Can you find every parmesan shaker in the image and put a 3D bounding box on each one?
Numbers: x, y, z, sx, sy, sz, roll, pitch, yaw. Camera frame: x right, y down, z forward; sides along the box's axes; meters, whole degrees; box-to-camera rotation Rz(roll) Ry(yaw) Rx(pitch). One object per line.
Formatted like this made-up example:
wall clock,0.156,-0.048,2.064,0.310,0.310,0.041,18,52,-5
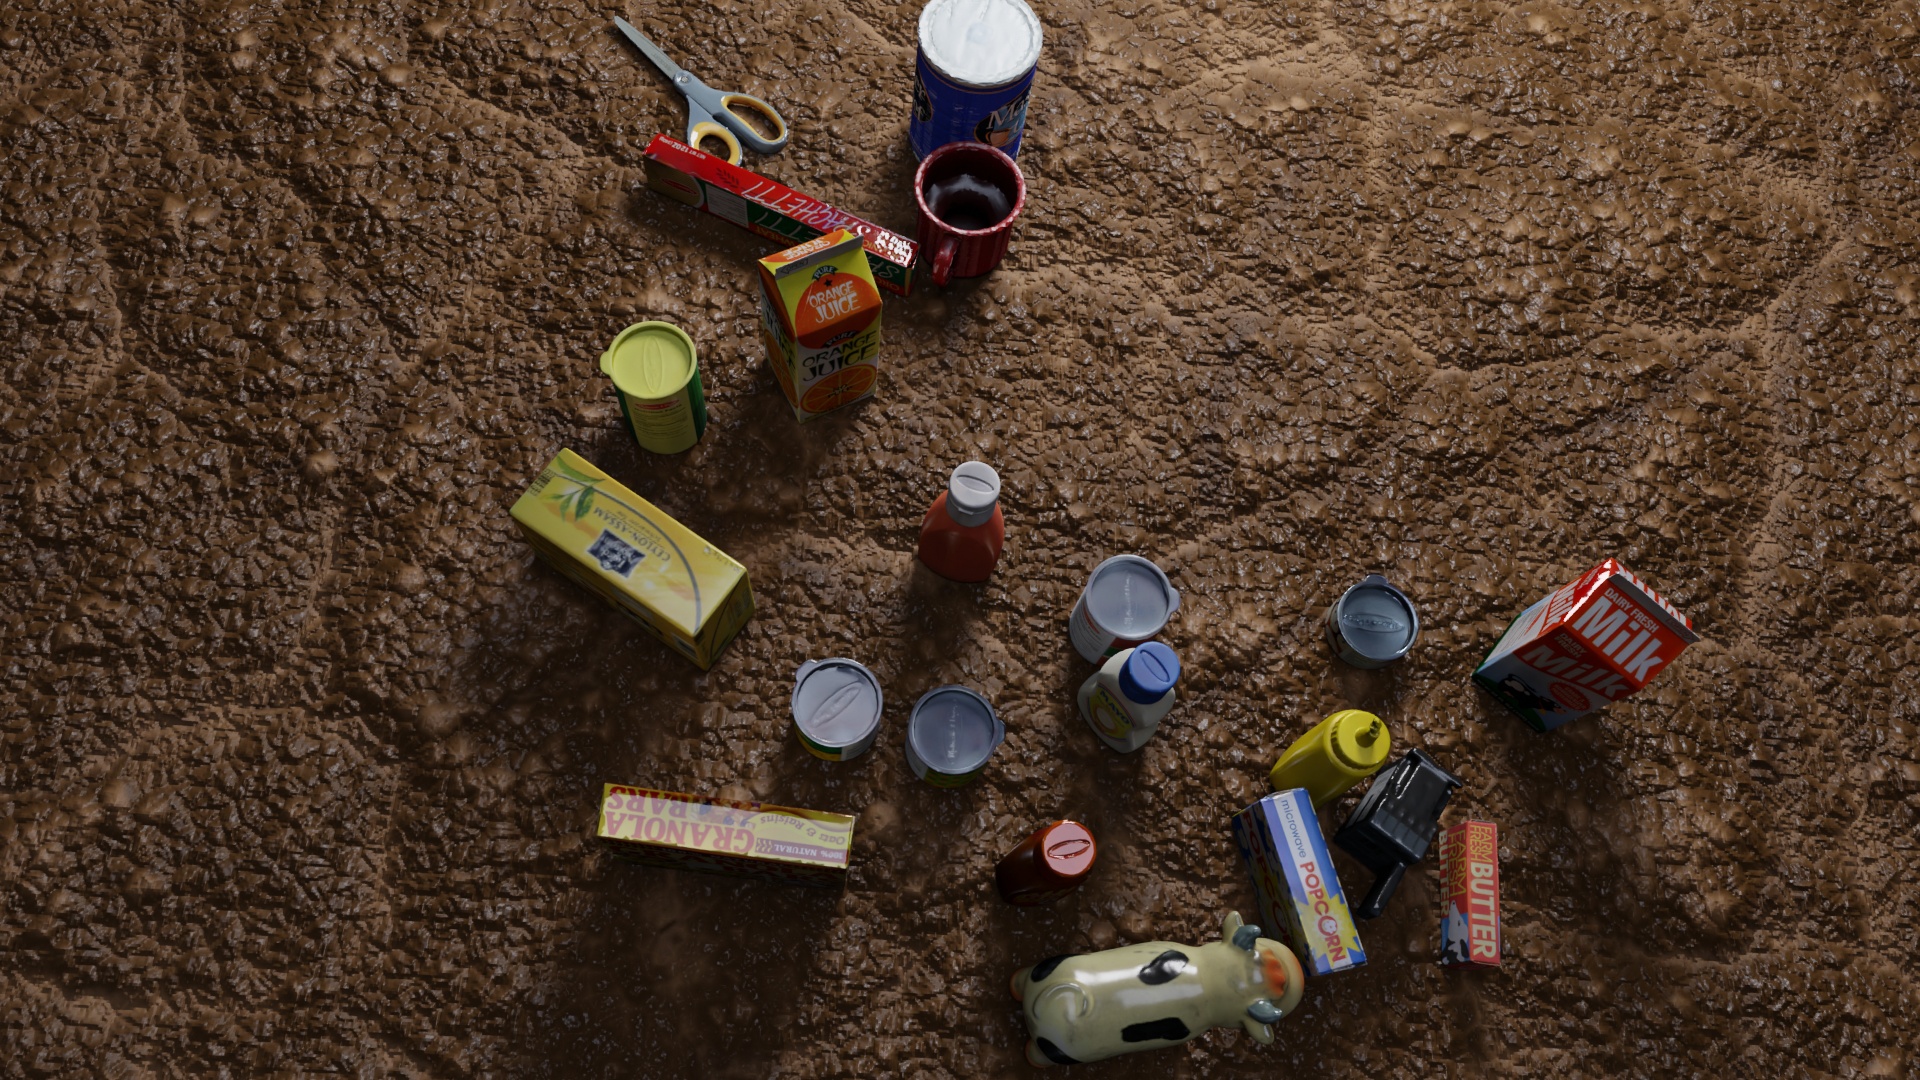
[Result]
parmesan shaker,-0.238,-0.118,1.085,0.071,0.102,0.071,2,69,-5

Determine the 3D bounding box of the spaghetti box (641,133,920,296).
spaghetti box,-0.151,-0.276,1.184,0.250,0.050,0.029,23,69,4

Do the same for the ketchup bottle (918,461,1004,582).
ketchup bottle,0.004,-0.013,1.045,0.065,0.148,0.044,19,69,2

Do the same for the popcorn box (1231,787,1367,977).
popcorn box,0.241,0.249,1.001,0.038,0.085,0.127,-12,71,-10

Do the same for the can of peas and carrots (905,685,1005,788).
can of peas and carrots,-0.005,0.146,1.030,0.071,0.058,0.071,2,69,-5

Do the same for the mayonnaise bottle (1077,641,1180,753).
mayonnaise bottle,0.124,0.111,1.009,0.041,0.147,0.065,-36,77,-17

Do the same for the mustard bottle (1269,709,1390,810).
mustard bottle,0.272,0.154,1.001,0.065,0.159,0.049,-41,78,-18

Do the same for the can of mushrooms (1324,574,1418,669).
can of mushrooms,0.328,0.066,1.108,0.071,0.033,0.071,2,69,-5

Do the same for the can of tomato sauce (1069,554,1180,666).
can of tomato sauce,0.124,0.056,1.065,0.071,0.082,0.071,2,69,-5

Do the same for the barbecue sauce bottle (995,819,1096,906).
barbecue sauce bottle,0.063,0.223,0.960,0.065,0.148,0.044,-10,71,-9

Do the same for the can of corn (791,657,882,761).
can of corn,-0.093,0.125,1.030,0.071,0.058,0.071,2,69,-5

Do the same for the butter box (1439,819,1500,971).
butter box,0.376,0.262,1.027,0.024,0.053,0.104,8,69,-3

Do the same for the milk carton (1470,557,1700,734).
milk carton,0.467,0.076,1.034,0.072,0.189,0.074,41,71,10

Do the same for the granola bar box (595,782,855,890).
granola bar box,-0.157,0.207,0.957,0.166,0.123,0.039,8,69,-3

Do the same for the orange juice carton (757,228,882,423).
orange juice carton,-0.108,-0.172,1.071,0.072,0.192,0.073,-24,73,-13
